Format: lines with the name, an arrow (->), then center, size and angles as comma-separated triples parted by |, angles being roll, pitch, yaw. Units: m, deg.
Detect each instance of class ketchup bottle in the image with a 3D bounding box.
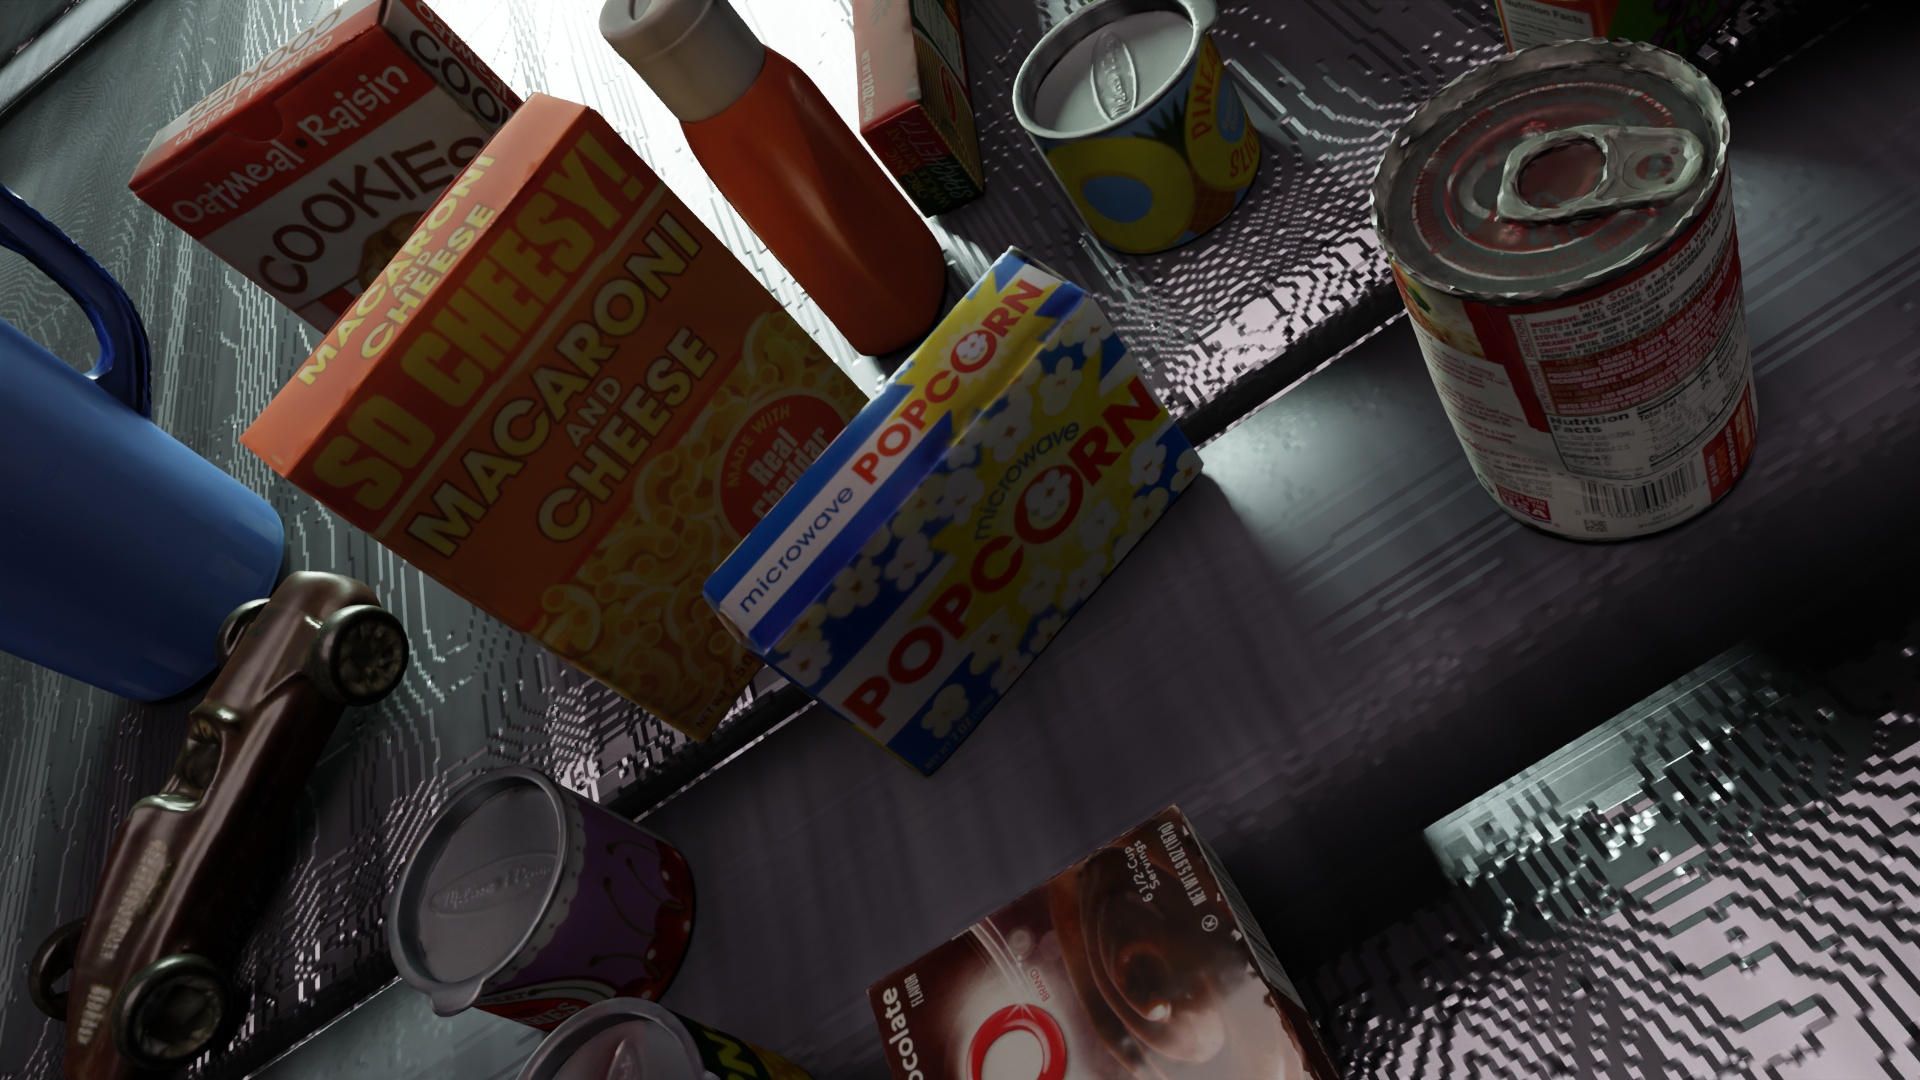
ketchup bottle -> -0.059, -0.129, 0.469 | 0.043, 0.148, 0.065 | -20, 51, 22

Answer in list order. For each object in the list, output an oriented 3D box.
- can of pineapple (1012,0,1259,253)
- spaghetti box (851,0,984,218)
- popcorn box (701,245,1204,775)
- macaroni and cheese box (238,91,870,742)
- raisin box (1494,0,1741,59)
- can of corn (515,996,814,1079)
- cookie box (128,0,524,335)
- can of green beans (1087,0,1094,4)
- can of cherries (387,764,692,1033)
can of pineapple -> 0.061, -0.138, 0.459 | 0.071, 0.057, 0.071 | -17, 52, 23
spaghetti box -> -0.024, -0.237, 0.590 | 0.028, 0.050, 0.251 | -22, 50, 20
popcorn box -> 0.001, -0.005, 0.387 | 0.127, 0.085, 0.038 | -48, 46, -4
macaroni and cheese box -> -0.101, -0.029, 0.415 | 0.040, 0.166, 0.124 | 26, 76, 42
raisin box -> 0.179, -0.188, 0.370 | 0.086, 0.123, 0.040 | -46, 46, -2
can of corn -> -0.069, 0.153, 0.343 | 0.071, 0.058, 0.071 | -17, 52, 23
cookie box -> -0.209, -0.122, 0.551 | 0.123, 0.167, 0.040 | -25, 49, 18
can of green beans -> 0.067, -0.239, 0.525 | 0.071, 0.057, 0.071 | -17, 52, 23
can of cherries -> -0.122, 0.110, 0.408 | 0.071, 0.058, 0.072 | -17, 52, 23
